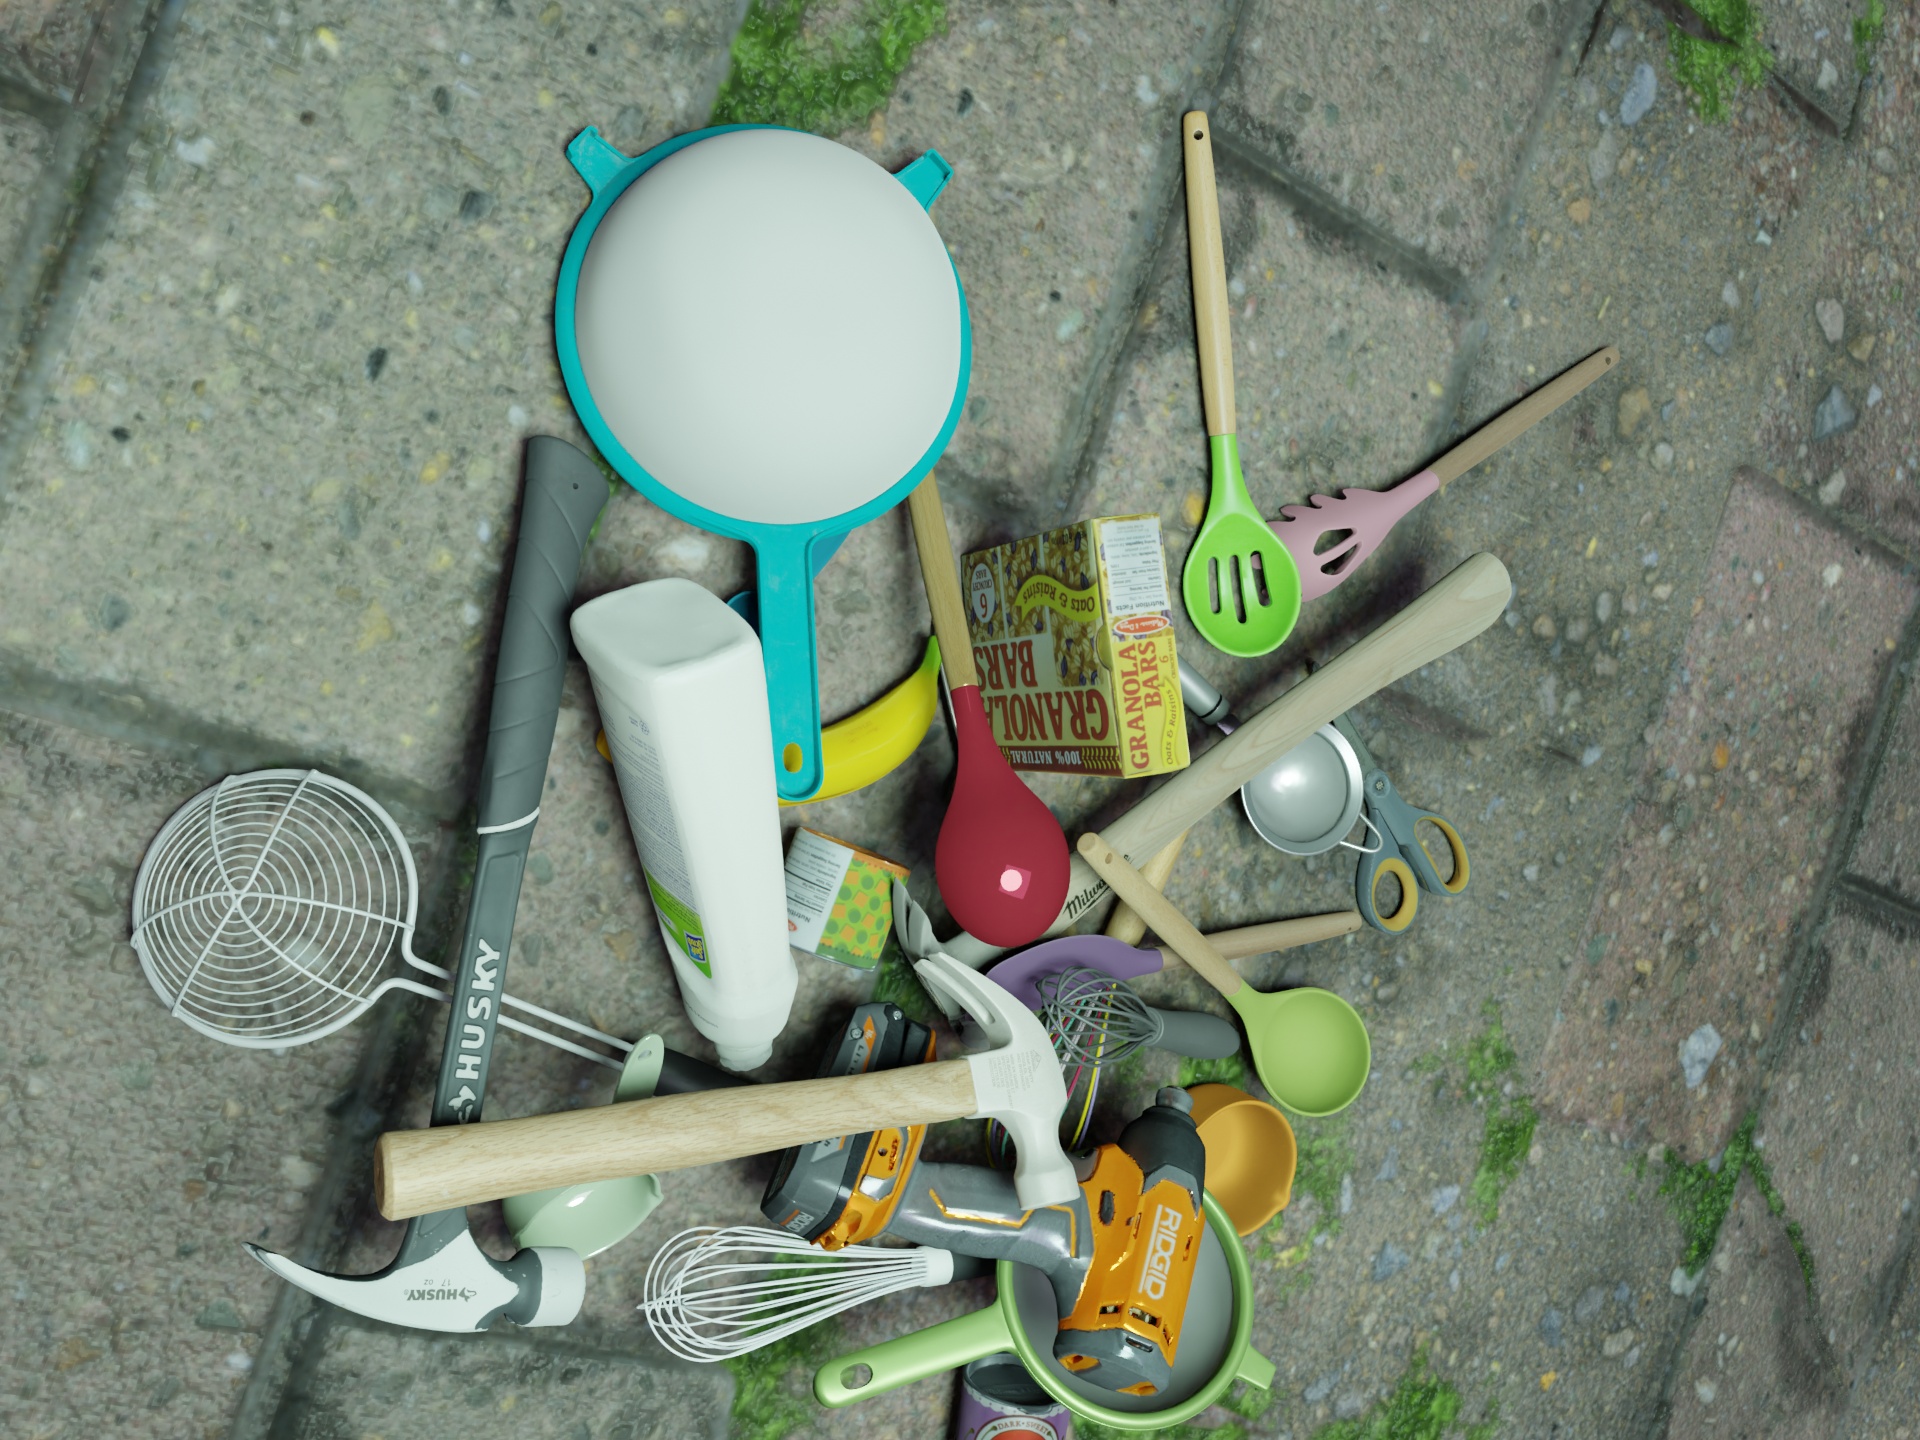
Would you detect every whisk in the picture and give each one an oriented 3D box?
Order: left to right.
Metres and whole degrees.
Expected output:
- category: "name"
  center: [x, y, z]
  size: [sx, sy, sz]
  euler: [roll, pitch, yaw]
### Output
- category: "whisk"
  center: [-0.043, 0.311, 0.896]
  size: [0.284, 0.070, 0.070]
  euler: [3, 96, -30]
- category: "whisk"
  center: [0.077, 0.159, 0.941]
  size: [0.051, 0.047, 0.245]
  euler: [33, 78, -38]
- category: "whisk"
  center: [0.109, 0.175, 0.907]
  size: [0.238, 0.055, 0.055]
  euler: [23, 87, -55]

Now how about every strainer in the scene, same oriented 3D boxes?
- category: "strainer"
  center: [-0.080, -0.131, 0.759]
  size: [0.211, 0.095, 0.340]
  euler: [-2, 88, -17]
- category: "strainer"
  center: [0.037, 0.334, 0.883]
  size: [0.256, 0.069, 0.152]
  euler: [-11, 64, -21]
- category: "strainer"
  center: [0.157, -0.003, 0.955]
  size: [0.258, 0.050, 0.087]
  euler: [42, 72, -18]

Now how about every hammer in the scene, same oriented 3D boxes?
- category: "hammer"
  center: [-0.216, 0.064, 0.729]
  size: [0.149, 0.036, 0.409]
  euler: [17, 73, -41]
- category: "hammer"
  center: [-0.096, 0.182, 0.734]
  size: [0.331, 0.031, 0.130]
  euler: [-1, 69, -30]
- category: "hammer"
  center: [0.145, 0.024, 0.891]
  size: [0.410, 0.038, 0.146]
  euler: [-36, 141, -9]

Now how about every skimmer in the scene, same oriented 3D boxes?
- category: "skimmer"
  center: [-0.224, 0.143, 0.800]
  size: [0.363, 0.090, 0.127]
  euler: [33, 76, -36]

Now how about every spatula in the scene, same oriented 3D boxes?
- category: "spatula"
  center: [0.134, 0.136, 0.937]
  size: [0.315, 0.018, 0.059]
  euler: [-2, 131, -38]

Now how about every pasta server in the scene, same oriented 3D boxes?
- category: "pasta server"
  center: [0.312, -0.166, 1.015]
  size: [0.316, 0.040, 0.060]
  euler: [-34, 110, -22]

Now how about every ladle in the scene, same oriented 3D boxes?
- category: "ladle"
  center: [-0.002, -0.041, 0.819]
  size: [0.069, 0.031, 0.315]
  euler: [-10, 77, -12]
- category: "ladle"
  center: [0.154, 0.144, 0.906]
  size: [0.319, 0.062, 0.078]
  euler: [45, 69, -44]

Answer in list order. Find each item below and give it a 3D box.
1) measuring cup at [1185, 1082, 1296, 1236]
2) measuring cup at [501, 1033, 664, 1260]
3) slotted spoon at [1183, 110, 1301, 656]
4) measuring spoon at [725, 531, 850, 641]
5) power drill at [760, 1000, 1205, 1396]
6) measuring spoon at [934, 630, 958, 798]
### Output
- category: "measuring cup"
  center: [0.135, 0.304, 0.981]
  size: [0.095, 0.052, 0.173]
  euler: [37, 83, -25]
- category: "measuring cup"
  center: [-0.179, 0.203, 0.786]
  size: [0.083, 0.038, 0.167]
  euler: [-4, 130, -40]
- category: "slotted spoon"
  center: [0.153, -0.194, 0.932]
  size: [0.070, 0.031, 0.313]
  euler: [-7, 99, -1]
- category: "measuring spoon"
  center: [-0.088, -0.081, 0.844]
  size: [0.042, 0.021, 0.129]
  euler: [42, 70, -25]
- category: "power drill"
  center: [0.026, 0.238, 0.850]
  size: [0.226, 0.084, 0.164]
  euler: [26, 55, -6]
- category: "measuring spoon"
  center: [-0.001, -0.003, 0.896]
  size: [0.034, 0.018, 0.124]
  euler: [-15, 97, -36]
